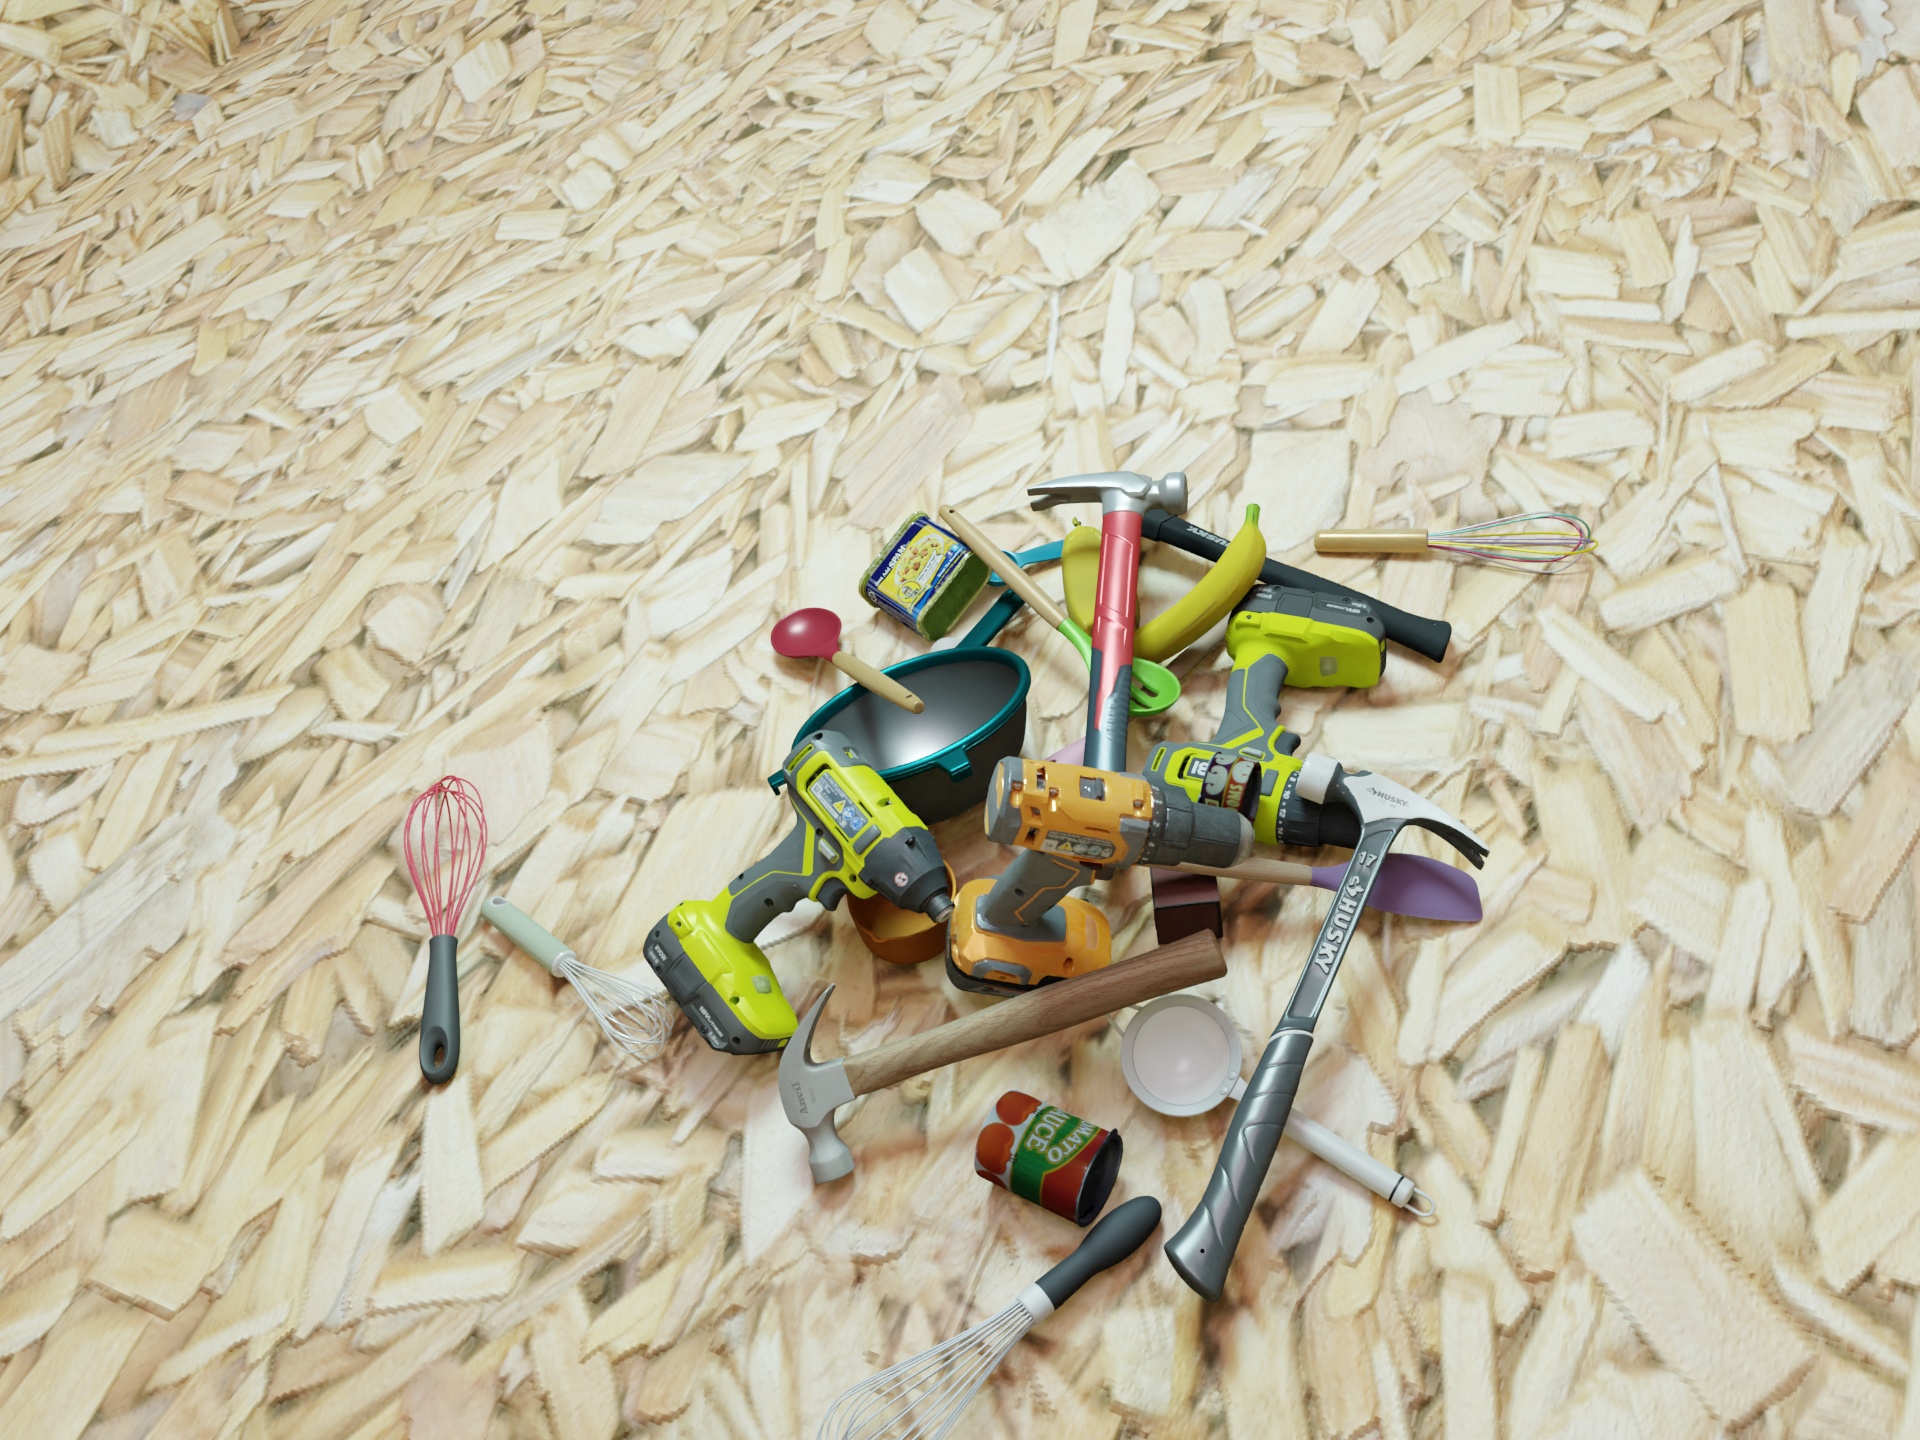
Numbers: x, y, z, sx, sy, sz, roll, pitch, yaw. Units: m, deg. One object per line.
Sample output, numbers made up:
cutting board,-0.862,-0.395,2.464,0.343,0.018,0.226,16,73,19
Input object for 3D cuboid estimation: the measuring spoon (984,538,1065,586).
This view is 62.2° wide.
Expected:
measuring spoon,0.076,-0.154,1.536,0.128,0.021,0.042,-15,55,-12

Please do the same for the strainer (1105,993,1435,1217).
strainer,0.212,0.270,1.109,0.259,0.050,0.087,29,79,26

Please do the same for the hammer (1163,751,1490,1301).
hammer,0.242,0.208,1.106,0.149,0.036,0.409,21,61,18

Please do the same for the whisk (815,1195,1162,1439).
whisk,0.023,0.400,1.034,0.284,0.070,0.070,-33,50,-22

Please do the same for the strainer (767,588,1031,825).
strainer,-0.002,-0.004,1.378,0.211,0.095,0.340,-6,28,32

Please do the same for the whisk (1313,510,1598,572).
whisk,0.442,-0.162,1.430,0.245,0.051,0.047,3,56,20

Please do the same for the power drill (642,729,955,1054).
power drill,-0.119,0.142,1.201,0.223,0.080,0.171,-47,68,12

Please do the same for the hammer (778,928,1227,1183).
hammer,0.027,0.215,1.132,0.331,0.031,0.130,-20,90,5

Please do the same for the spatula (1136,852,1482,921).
spatula,0.238,0.112,1.201,0.316,0.018,0.060,7,48,-4

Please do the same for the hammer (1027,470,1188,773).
hammer,0.111,-0.051,1.327,0.143,0.038,0.387,-1,58,14

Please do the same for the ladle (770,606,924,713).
ladle,-0.097,-0.050,1.404,0.069,0.031,0.316,-31,25,-14

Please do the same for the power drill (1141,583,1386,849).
power drill,0.272,0.003,1.305,0.191,0.080,0.229,12,56,24

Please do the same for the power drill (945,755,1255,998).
power drill,0.092,0.118,1.145,0.185,0.226,0.084,10,48,-9

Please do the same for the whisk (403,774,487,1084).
whisk,-0.439,0.171,1.350,0.073,0.073,0.296,-13,54,2

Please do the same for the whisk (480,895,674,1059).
whisk,-0.319,0.203,1.300,0.246,0.059,0.057,27,23,36

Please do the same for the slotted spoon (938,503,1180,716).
slotted spoon,0.078,-0.100,1.408,0.070,0.031,0.314,-27,56,-26

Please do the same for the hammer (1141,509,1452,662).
hammer,0.282,-0.129,1.424,0.335,0.035,0.146,28,36,27

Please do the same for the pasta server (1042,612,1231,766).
pasta server,0.157,-0.012,1.382,0.060,0.040,0.316,32,59,34

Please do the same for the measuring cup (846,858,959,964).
measuring cup,-0.080,0.145,1.284,0.174,0.052,0.095,9,52,23

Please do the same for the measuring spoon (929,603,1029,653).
measuring spoon,0.021,-0.090,1.487,0.124,0.018,0.034,-36,50,-18
